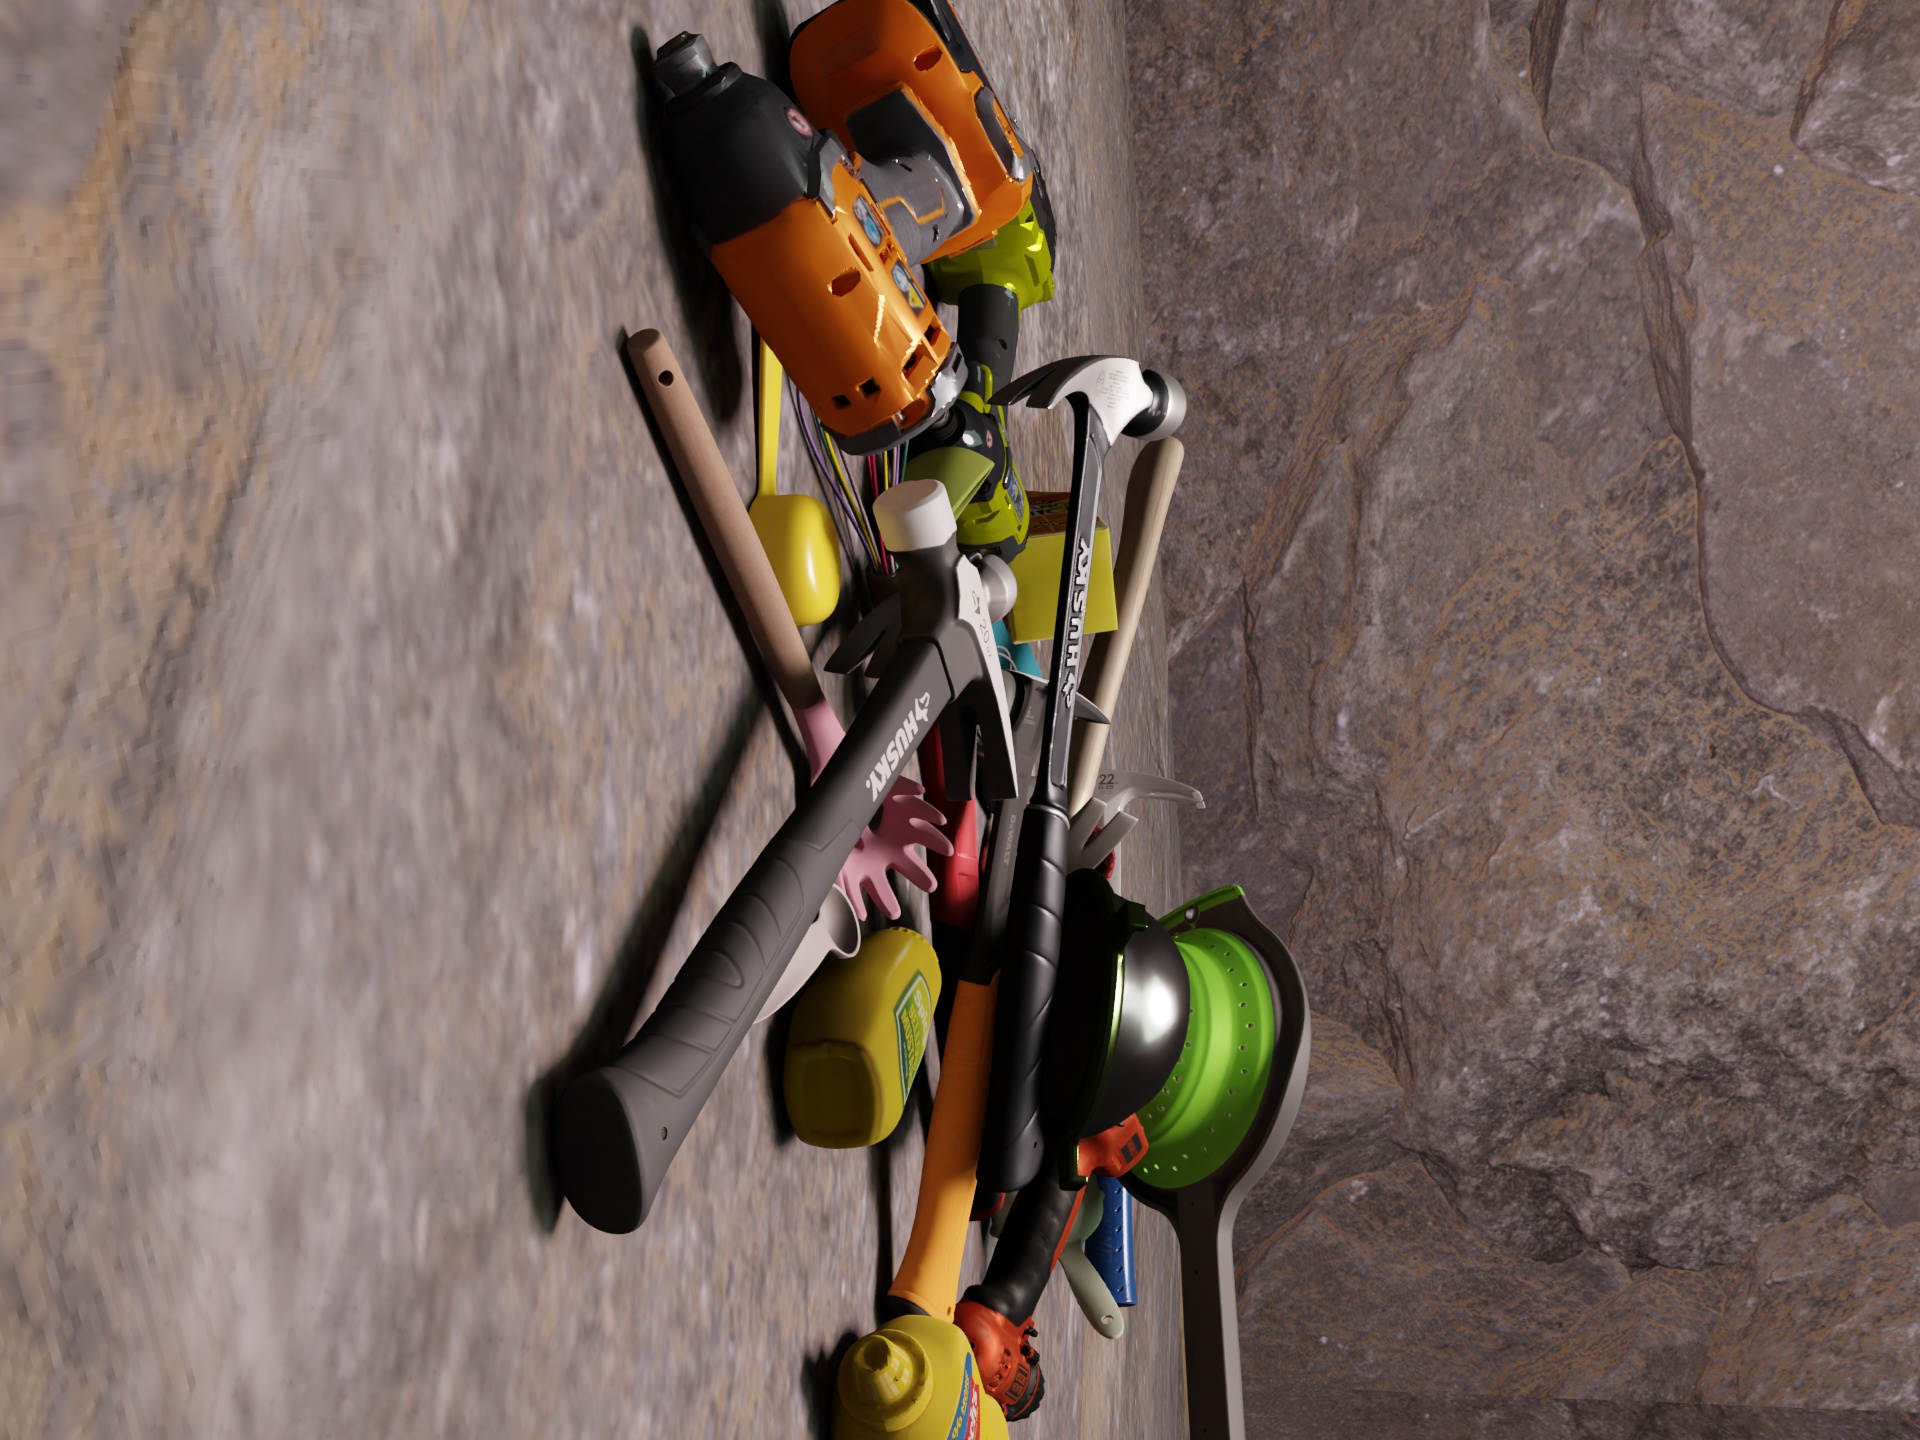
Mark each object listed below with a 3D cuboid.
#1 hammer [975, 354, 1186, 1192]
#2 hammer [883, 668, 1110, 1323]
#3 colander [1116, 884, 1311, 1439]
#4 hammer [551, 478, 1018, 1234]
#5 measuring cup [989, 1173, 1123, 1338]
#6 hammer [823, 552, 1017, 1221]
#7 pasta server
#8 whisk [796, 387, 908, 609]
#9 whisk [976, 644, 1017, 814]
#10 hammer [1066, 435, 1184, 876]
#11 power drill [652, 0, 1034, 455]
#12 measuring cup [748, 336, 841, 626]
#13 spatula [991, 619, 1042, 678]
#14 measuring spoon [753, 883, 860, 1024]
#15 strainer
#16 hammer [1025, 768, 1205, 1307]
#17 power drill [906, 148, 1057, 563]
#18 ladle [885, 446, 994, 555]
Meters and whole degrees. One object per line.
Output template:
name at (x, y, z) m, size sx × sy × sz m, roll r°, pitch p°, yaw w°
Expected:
hammer at (0.043, 0.029, 0.767) m, size 0.149 × 0.036 × 0.409 m, roll -5°, pitch 103°, yaw -60°
hammer at (0.012, 0.144, 0.817) m, size 0.127 × 0.034 × 0.337 m, roll 14°, pitch 86°, yaw -62°
colander at (0.126, 0.285, 1.012) m, size 0.094 × 0.204 × 0.397 m, roll 21°, pitch 53°, yaw -28°
hammer at (-0.050, 0.047, 0.581) m, size 0.335 × 0.035 × 0.146 m, roll -60°, pitch 140°, yaw -51°
measuring cup at (0.068, 0.331, 1.025) m, size 0.168 × 0.083 × 0.038 m, roll -131°, pitch -152°, yaw -65°
hammer at (-0.009, 0.115, 0.846) m, size 0.143 × 0.038 × 0.386 m, roll -40°, pitch 133°, yaw -55°
pasta server at (-0.067, -0.024, 0.644) m, size 0.040 × 0.060 × 0.315 m, roll 42°, pitch -19°, yaw 39°
whisk at (-0.038, -0.095, 0.795) m, size 0.047 × 0.051 × 0.244 m, roll -89°, pitch 172°, yaw -45°
whisk at (0.019, 0.012, 1.043) m, size 0.238 × 0.055 × 0.055 m, roll 74°, pitch 17°, yaw -63°
hammer at (0.110, -0.058, 1.105) m, size 0.146 × 0.038 × 0.411 m, roll -50°, pitch -162°, yaw 52°
power drill at (-0.046, -0.232, 0.659) m, size 0.164 × 0.084 × 0.227 m, roll 55°, pitch 31°, yaw -29°
measuring cup at (-0.069, -0.116, 0.671) m, size 0.062 × 0.029 × 0.156 m, roll 19°, pitch 71°, yaw -78°
spatula at (0.047, -0.013, 1.236) m, size 0.317 × 0.044 × 0.082 m, roll 57°, pitch 30°, yaw -76°
measuring spoon at (-0.073, 0.099, 0.657) m, size 0.034 × 0.018 × 0.124 m, roll 66°, pitch 21°, yaw -5°
strainer at (0.074, 0.150, 0.899) m, size 0.256 × 0.069 × 0.151 m, roll -137°, pitch -121°, yaw -78°
hammer at (0.116, 0.224, 1.193) m, size 0.035 × 0.144 × 0.406 m, roll 55°, pitch 33°, yaw -59°
power drill at (0.009, -0.225, 0.967) m, size 0.171 × 0.080 × 0.223 m, roll 54°, pitch 38°, yaw -71°
ladle at (-0.001, -0.003, 0.917) m, size 0.078 × 0.062 × 0.320 m, roll -55°, pitch 144°, yaw -55°
